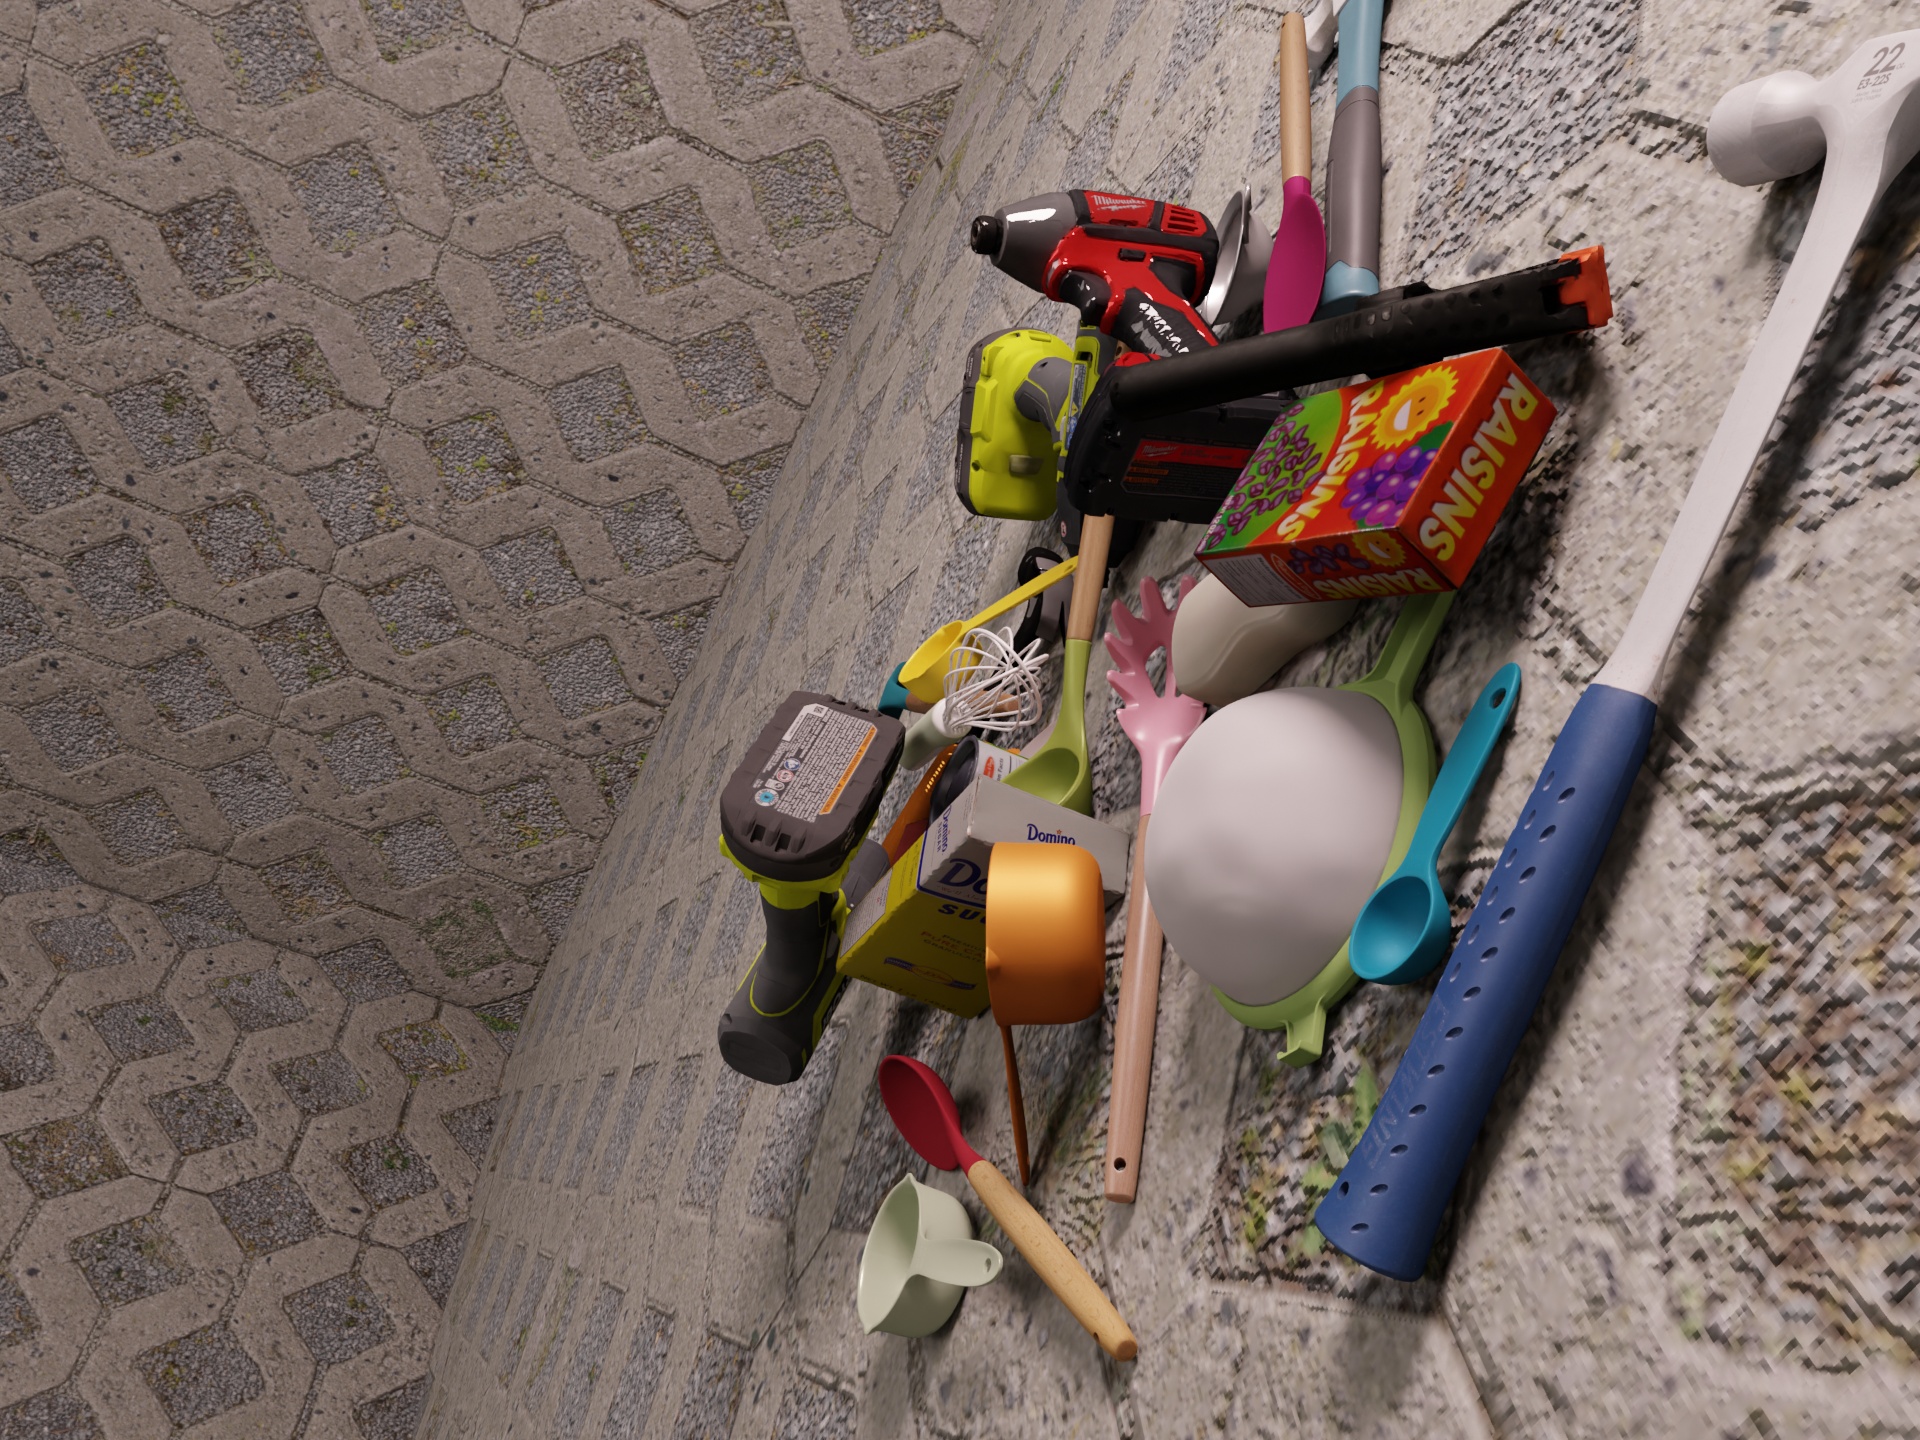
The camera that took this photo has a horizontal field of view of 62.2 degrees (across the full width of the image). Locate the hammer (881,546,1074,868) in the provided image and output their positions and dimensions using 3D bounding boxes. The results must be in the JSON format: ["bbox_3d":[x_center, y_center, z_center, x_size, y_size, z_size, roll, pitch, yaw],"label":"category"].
[{"bbox_3d":[-0.010,0.042,1.123,0.336,0.034,0.127,-60,16,25],"label":"hammer"}]

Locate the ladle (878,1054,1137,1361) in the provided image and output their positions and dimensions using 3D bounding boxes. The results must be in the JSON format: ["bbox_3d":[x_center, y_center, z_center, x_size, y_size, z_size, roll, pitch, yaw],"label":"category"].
[{"bbox_3d":[0.017,0.232,0.780,0.315,0.031,0.069,-160,51,-71],"label":"ladle"}]

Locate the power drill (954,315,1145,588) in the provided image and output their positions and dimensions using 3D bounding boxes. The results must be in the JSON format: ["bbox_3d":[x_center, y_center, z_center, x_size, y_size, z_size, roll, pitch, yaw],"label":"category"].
[{"bbox_3d":[0.067,-0.184,1.060,0.223,0.080,0.171,-142,58,-68],"label":"power drill"}]

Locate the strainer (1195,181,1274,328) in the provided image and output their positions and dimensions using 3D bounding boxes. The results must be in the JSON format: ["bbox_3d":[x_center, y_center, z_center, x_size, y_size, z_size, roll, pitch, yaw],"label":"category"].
[{"bbox_3d":[0.142,-0.243,1.003,0.258,0.050,0.087,130,153,-61],"label":"strainer"}]

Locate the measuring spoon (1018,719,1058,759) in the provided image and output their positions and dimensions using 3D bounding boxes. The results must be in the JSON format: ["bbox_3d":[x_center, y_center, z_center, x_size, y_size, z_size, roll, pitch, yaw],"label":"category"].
[{"bbox_3d":[0.039,0.037,1.016,0.124,0.018,0.034,-46,31,37],"label":"measuring spoon"}]

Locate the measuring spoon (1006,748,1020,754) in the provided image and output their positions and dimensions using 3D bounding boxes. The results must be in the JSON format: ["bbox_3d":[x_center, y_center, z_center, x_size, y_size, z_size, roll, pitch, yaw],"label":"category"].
[{"bbox_3d":[0.009,0.064,1.070,0.117,0.011,0.021,-59,18,28],"label":"measuring spoon"}]

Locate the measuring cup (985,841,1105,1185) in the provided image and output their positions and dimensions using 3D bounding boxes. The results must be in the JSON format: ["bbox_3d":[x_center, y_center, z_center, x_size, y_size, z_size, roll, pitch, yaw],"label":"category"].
[{"bbox_3d":[0.046,0.143,0.768,0.095,0.052,0.173,-52,-43,-77],"label":"measuring cup"}]

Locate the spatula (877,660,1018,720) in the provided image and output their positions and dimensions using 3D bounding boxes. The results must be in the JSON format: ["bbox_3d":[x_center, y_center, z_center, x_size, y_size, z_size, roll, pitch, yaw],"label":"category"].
[{"bbox_3d":[-0.013,-0.010,1.104,0.082,0.044,0.317,-67,19,-6],"label":"spatula"}]

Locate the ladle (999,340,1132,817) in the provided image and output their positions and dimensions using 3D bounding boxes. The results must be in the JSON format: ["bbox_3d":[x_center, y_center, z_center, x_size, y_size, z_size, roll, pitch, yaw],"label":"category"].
[{"bbox_3d":[0.062,-0.074,0.910,0.078,0.062,0.320,0,78,58],"label":"ladle"}]

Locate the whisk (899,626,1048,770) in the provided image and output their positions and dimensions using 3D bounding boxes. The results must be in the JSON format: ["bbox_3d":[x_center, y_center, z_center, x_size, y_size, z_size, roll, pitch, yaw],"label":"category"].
[{"bbox_3d":[-0.001,-0.003,0.916,0.058,0.059,0.246,-36,-1,-19],"label":"whisk"}]

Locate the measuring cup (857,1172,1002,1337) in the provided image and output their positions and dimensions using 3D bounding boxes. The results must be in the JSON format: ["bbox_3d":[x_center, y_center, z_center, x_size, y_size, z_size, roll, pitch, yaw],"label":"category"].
[{"bbox_3d":[-0.004,0.271,0.790,0.167,0.038,0.083,-31,39,61],"label":"measuring cup"}]

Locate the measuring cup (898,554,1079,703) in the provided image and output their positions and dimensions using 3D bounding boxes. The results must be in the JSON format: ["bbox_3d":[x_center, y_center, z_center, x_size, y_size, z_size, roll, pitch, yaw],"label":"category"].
[{"bbox_3d":[0.026,-0.058,1.011,0.156,0.029,0.062,-30,21,31],"label":"measuring cup"}]

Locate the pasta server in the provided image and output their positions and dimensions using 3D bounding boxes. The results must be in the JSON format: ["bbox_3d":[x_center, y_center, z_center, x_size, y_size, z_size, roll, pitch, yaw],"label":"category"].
[{"bbox_3d":[0.089,0.068,0.758,0.040,0.060,0.316,64,-150,-54],"label":"pasta server"}]

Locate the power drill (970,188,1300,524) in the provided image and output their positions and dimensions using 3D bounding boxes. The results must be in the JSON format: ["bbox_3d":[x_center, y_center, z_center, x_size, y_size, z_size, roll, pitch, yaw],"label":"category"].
[{"bbox_3d":[0.090,-0.209,0.860,0.078,0.143,0.220,113,152,-46],"label":"power drill"}]

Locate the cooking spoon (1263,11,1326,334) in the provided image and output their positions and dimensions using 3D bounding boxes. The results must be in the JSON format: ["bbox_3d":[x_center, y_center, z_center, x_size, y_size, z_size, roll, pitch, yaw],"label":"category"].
[{"bbox_3d":[0.184,-0.305,0.869,0.068,0.017,0.319,114,168,-50],"label":"cooking spoon"}]

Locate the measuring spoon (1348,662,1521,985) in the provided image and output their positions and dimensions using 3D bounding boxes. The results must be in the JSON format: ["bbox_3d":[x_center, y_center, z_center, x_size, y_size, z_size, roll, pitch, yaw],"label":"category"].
[{"bbox_3d":[0.177,0.038,0.563,0.129,0.021,0.042,-61,16,-13],"label":"measuring spoon"}]

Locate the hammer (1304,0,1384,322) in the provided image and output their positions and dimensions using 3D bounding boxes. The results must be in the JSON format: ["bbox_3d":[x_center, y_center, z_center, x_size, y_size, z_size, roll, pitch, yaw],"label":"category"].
[{"bbox_3d":[0.219,-0.331,0.883,0.128,0.033,0.331,-48,25,52],"label":"hammer"}]

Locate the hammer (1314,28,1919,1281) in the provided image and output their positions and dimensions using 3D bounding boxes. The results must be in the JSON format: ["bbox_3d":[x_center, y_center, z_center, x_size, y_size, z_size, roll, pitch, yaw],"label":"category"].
[{"bbox_3d":[0.209,-0.017,0.485,0.405,0.035,0.144,-67,16,3],"label":"hammer"}]

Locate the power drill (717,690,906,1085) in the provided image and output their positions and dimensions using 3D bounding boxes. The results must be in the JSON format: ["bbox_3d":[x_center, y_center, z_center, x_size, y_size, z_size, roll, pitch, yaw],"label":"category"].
[{"bbox_3d":[-0.089,0.094,1.003,0.228,0.080,0.191,97,-165,-44],"label":"power drill"}]

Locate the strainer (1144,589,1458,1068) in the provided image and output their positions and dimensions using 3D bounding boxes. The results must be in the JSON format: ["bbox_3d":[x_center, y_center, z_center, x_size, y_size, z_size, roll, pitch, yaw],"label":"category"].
[{"bbox_3d":[0.139,-0.004,0.632,0.256,0.069,0.152,-66,16,10],"label":"strainer"}]
